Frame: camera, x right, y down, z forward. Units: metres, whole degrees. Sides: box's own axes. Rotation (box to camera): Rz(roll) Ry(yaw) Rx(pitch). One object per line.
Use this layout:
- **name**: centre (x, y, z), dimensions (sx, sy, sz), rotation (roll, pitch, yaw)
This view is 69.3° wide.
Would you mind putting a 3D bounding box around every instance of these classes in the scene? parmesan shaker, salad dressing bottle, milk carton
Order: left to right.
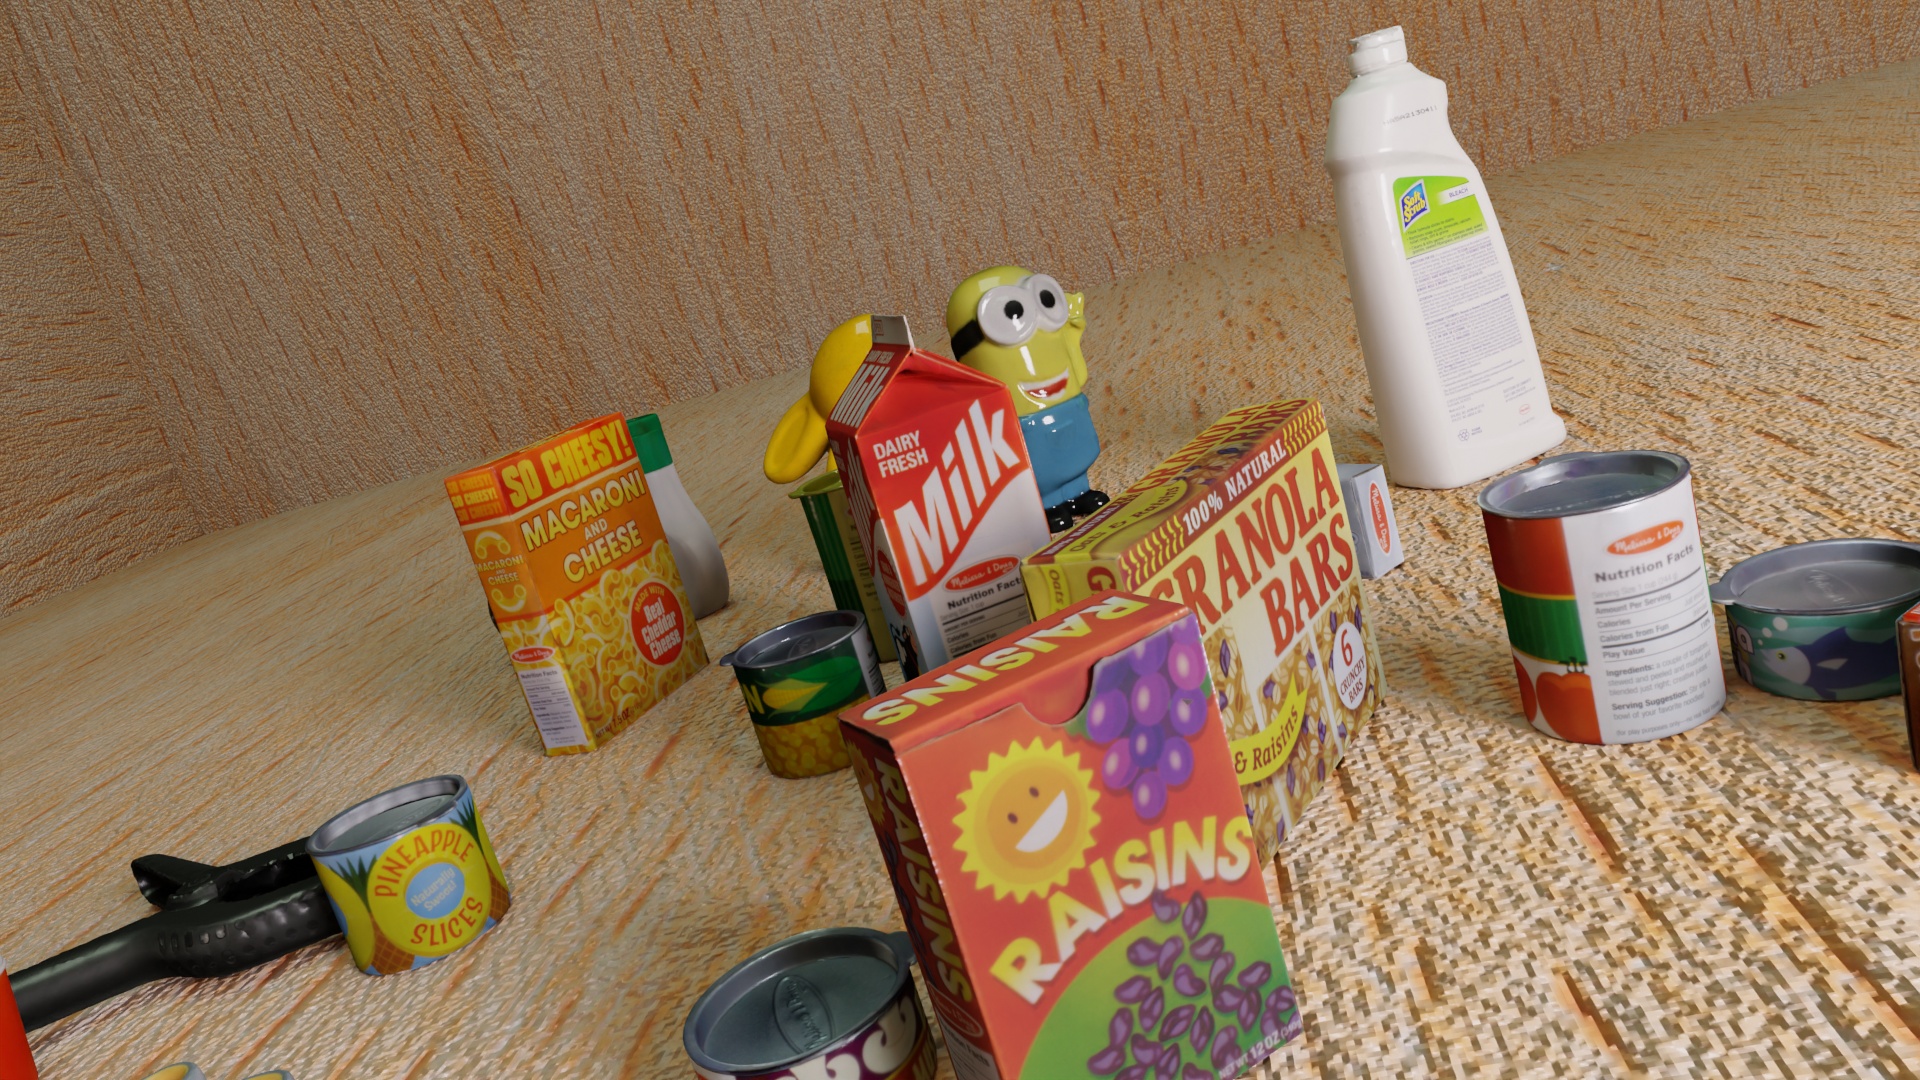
- **salad dressing bottle**: centre (-0.211, -0.016, 0.993), dimensions (0.064, 0.147, 0.044), rotation (-7, 16, 37)
- **parmesan shaker**: centre (-0.048, 0.011, 0.784), dimensions (0.071, 0.103, 0.071), rotation (-16, 13, 4)
- **milk carton**: centre (-0.006, -0.010, 0.627), dimensions (0.073, 0.190, 0.072), rotation (-20, 13, -13)

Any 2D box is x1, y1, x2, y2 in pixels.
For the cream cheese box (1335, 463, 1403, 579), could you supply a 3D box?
- **cream cheese box**: centre (0.174, -0.011, 0.713), dimensions (0.024, 0.053, 0.104), rotation (-24, 15, -30)

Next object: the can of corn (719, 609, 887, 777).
- **can of corn**: centre (-0.071, 0.073, 0.657), dimensions (0.071, 0.058, 0.071), rotation (-16, 13, 4)

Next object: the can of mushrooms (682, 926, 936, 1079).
- **can of mushrooms**: centre (-0.040, 0.141, 0.394), dimensions (0.071, 0.033, 0.071), rotation (-16, 13, 4)

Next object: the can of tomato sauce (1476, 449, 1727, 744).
- **can of tomato sauce**: centre (0.219, 0.018, 0.476), dimensions (0.071, 0.083, 0.071), rotation (-16, 13, 4)

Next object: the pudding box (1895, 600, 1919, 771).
- **pudding box**: centre (0.305, 0.029, 0.398), dimensions (0.084, 0.049, 0.030), rotation (-24, 15, -28)

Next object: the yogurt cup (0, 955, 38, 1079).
- **yogurt cup**: centre (-0.399, 0.202, 0.539), dimensions (0.072, 0.053, 0.072), rotation (-16, 13, 4)

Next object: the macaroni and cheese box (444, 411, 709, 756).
- **macaroni and cheese box**: centre (-0.218, 0.022, 0.805), dimensions (0.040, 0.166, 0.124), rotation (-11, 14, 25)

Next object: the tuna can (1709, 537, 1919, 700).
- **tuna can**: centre (0.291, 0.026, 0.465), dimensions (0.071, 0.032, 0.071), rotation (-16, 13, 4)

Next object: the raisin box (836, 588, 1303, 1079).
- **raisin box**: centre (0.029, 0.085, 0.345), dimensions (0.086, 0.123, 0.040), rotation (-22, 14, -24)

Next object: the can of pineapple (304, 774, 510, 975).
- **can of pineapple**: centre (-0.228, 0.139, 0.579), dimensions (0.071, 0.057, 0.071), rotation (-16, 13, 4)

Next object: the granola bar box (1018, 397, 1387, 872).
- **granola bar box**: centre (0.091, 0.033, 0.478), dimensions (0.039, 0.124, 0.166), rotation (-7, 16, 37)
